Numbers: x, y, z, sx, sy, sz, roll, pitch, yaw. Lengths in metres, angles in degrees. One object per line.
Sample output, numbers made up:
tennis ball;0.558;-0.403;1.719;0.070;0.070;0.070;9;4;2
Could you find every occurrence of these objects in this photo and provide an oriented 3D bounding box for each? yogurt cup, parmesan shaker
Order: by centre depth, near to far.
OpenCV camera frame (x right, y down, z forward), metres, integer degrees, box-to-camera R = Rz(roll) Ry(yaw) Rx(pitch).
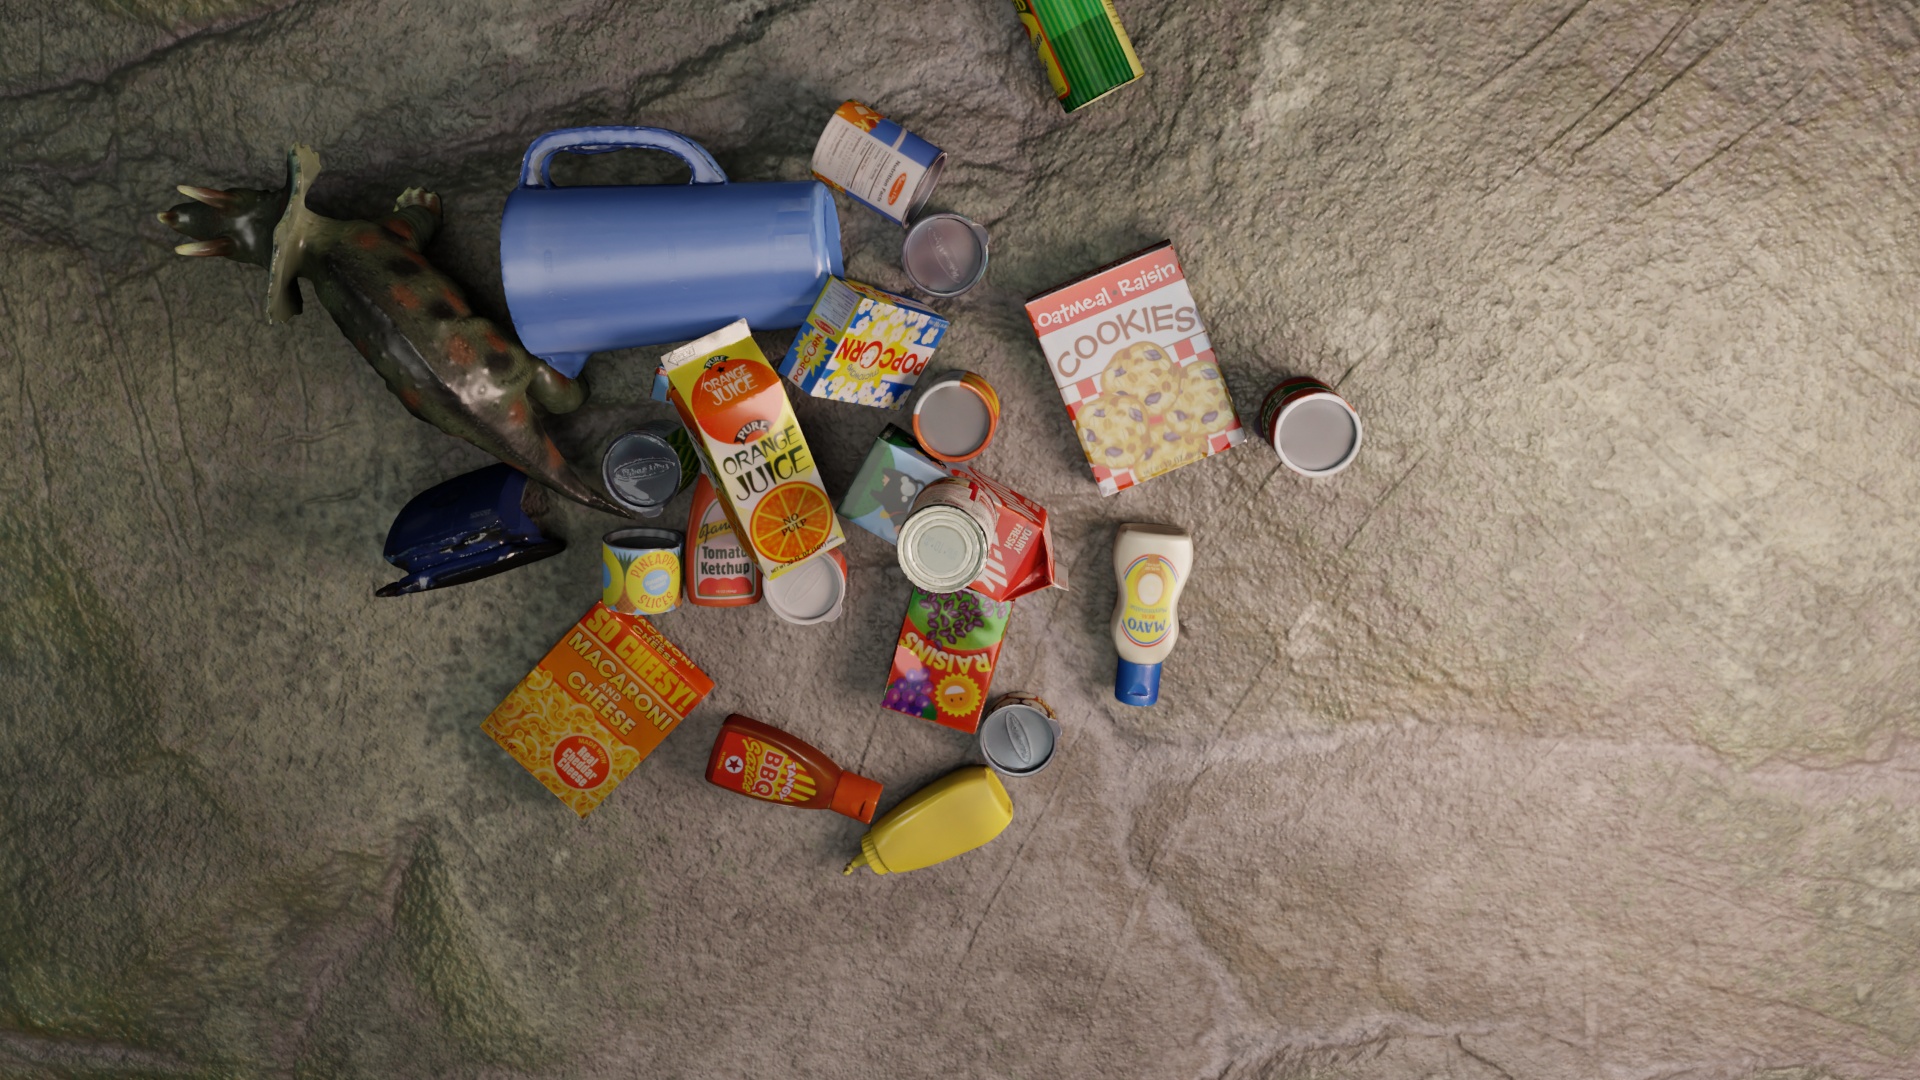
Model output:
parmesan shaker;0.084;-0.375;1.022;0.071;0.071;0.103;-25;101;11
yogurt cup;-0.126;0.030;1.153;0.072;0.054;0.072;1;104;5

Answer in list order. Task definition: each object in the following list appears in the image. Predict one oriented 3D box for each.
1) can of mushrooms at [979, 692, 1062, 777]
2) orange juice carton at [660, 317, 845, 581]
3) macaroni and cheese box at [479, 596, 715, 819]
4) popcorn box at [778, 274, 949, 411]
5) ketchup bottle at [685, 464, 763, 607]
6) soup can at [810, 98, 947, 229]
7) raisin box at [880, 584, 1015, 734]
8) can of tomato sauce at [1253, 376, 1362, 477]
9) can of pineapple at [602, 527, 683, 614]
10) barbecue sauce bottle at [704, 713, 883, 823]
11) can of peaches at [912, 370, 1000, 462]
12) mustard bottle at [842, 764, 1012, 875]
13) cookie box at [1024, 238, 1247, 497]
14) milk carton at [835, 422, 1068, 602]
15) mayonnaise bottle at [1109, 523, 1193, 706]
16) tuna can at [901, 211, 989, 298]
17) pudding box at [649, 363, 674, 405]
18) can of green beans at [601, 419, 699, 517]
can of mushrooms;0.052;0.164;1.182;0.071;0.033;0.071;1;104;5
orange juice carton;-0.162;-0.073;1.069;0.072;0.073;0.191;-29;123;-15
macaroni and cheese box;-0.315;0.142;1.205;0.123;0.040;0.166;44;104;-6
popcorn box;-0.071;-0.149;1.066;0.038;0.127;0.085;39;108;24
ketchup bottle;-0.196;-0.021;1.151;0.065;0.043;0.148;-1;104;-10
soup can;-0.062;-0.288;1.061;0.084;0.071;0.071;31;105;1
raisin box;-0.011;0.090;1.166;0.086;0.040;0.123;16;104;0
can of tomato sauce;0.267;-0.088;1.072;0.071;0.083;0.071;1;105;4
can of pineapple;-0.263;0.025;1.156;0.071;0.071;0.057;5;106;4
barbecue sauce bottle;-0.142;0.203;1.204;0.148;0.044;0.064;20;104;-1
can of peaches;-0.001;-0.098;1.107;0.071;0.058;0.071;1;104;5
mustard bottle;-0.035;0.251;1.203;0.160;0.049;0.065;-27;100;12
cookie box;0.138;-0.135;1.095;0.123;0.040;0.167;-21;102;10
milk carton;0.004;-0.014;1.120;0.190;0.072;0.073;29;105;-3
mayonnaise bottle;0.152;0.062;1.142;0.065;0.041;0.147;5;104;2
tuna can;-0.009;-0.225;1.088;0.071;0.033;0.071;1;105;5
pudding box;-0.202;-0.122;1.123;0.084;0.050;0.030;16;107;1
can of green beans;-0.253;-0.062;1.139;0.071;0.058;0.071;1;104;5
